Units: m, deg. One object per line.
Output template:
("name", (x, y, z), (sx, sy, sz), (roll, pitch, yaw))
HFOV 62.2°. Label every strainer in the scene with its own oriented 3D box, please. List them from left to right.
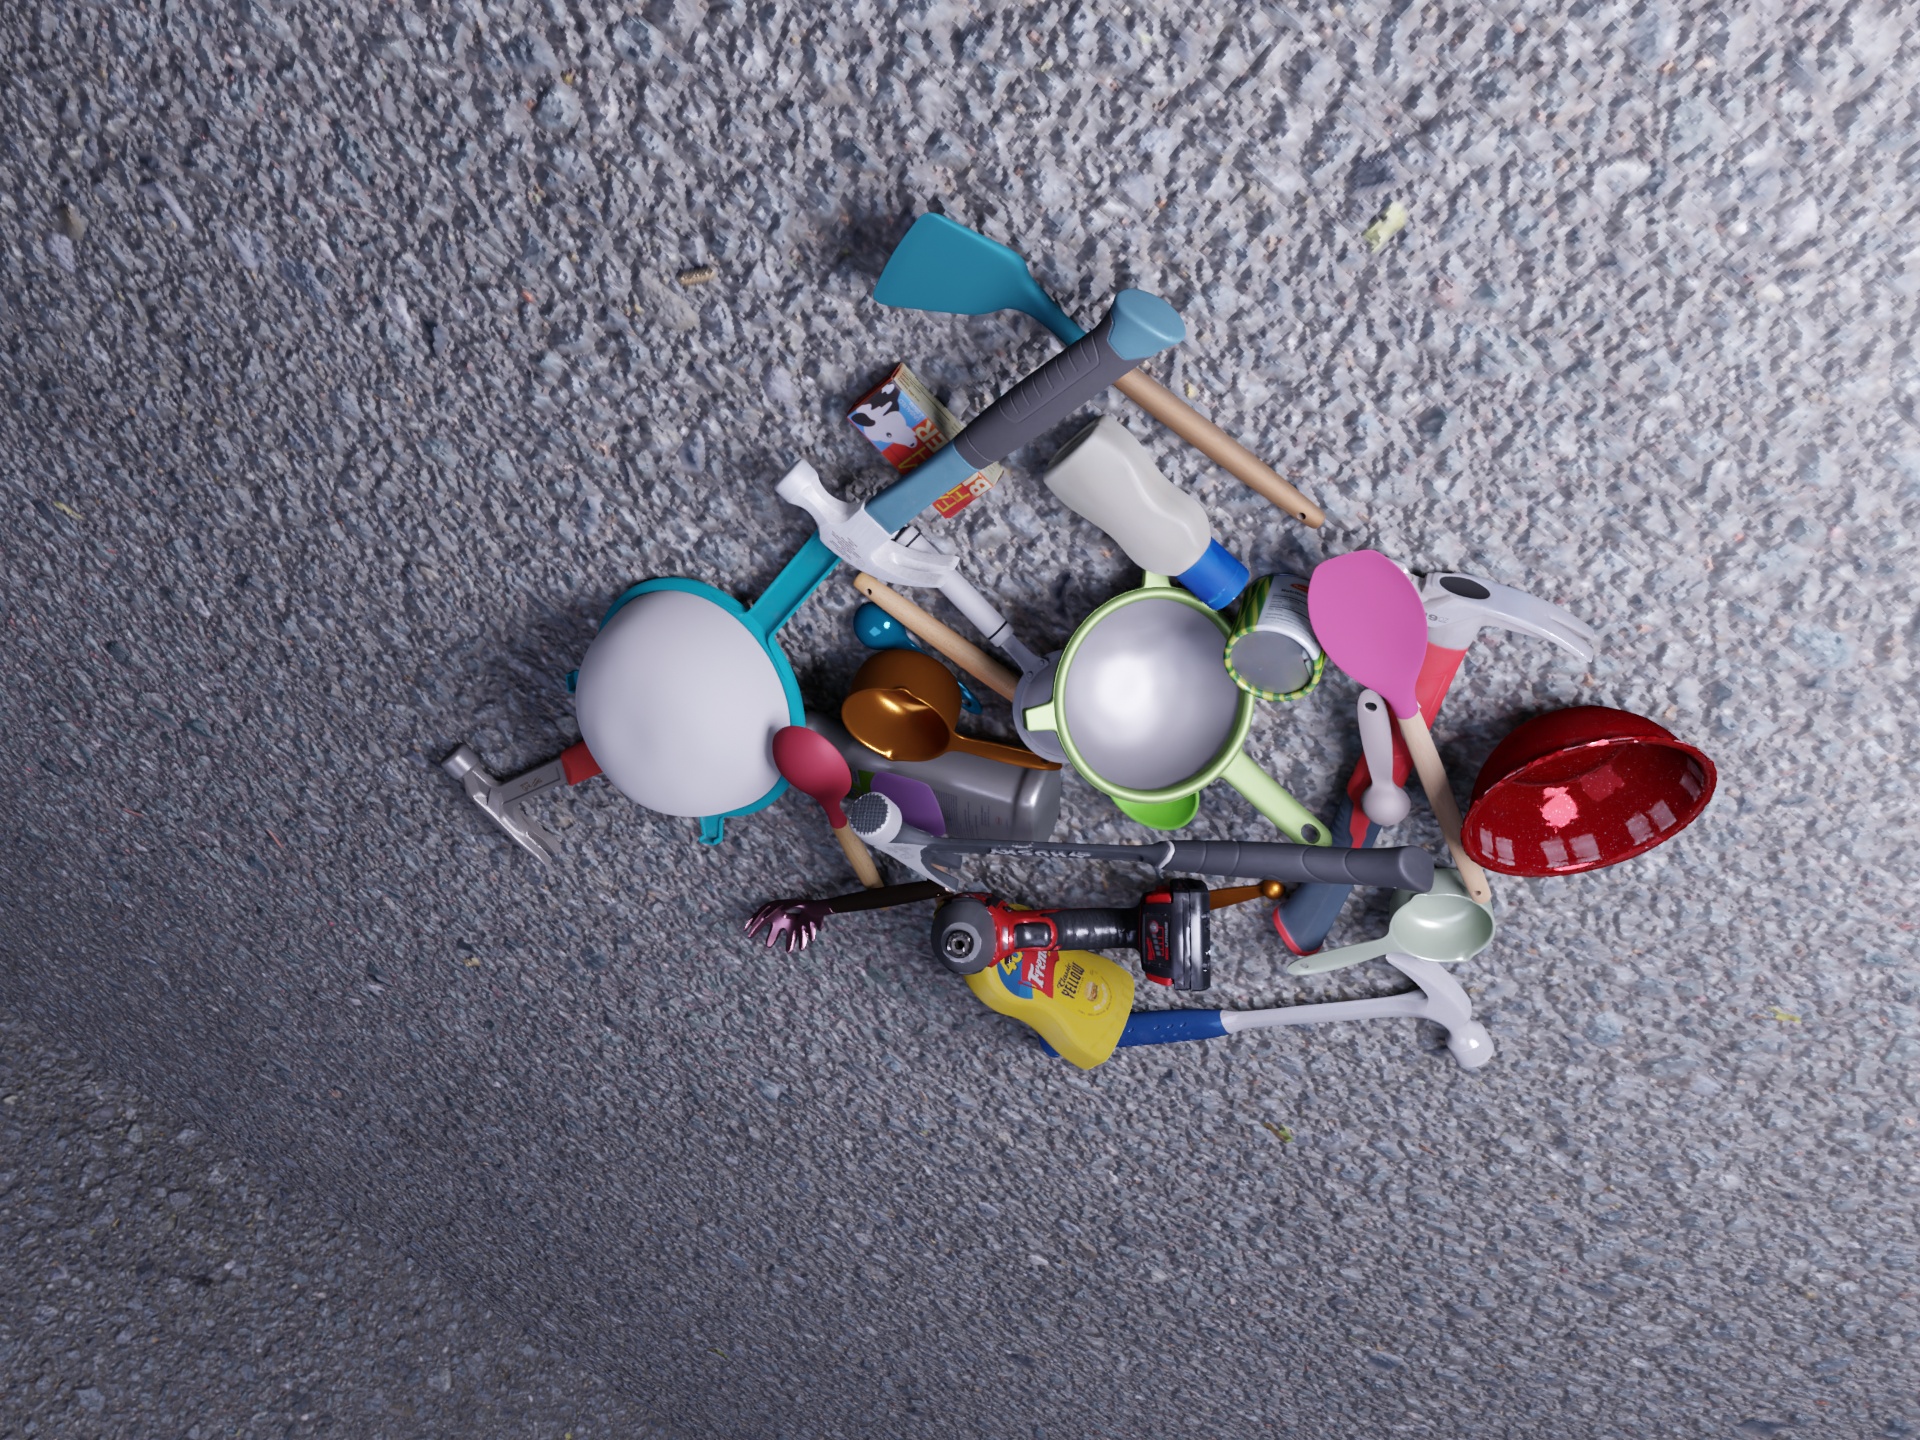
("strainer", (-0.199, -0.036, 1.240), (0.211, 0.095, 0.340), (49, 128, 2))
("strainer", (0.035, -0.056, 1.159), (0.258, 0.087, 0.050), (45, -179, -6))
("strainer", (0.164, 0.012, 1.134), (0.256, 0.151, 0.069), (40, 175, -18))

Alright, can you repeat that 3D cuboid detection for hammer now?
("hammer", (-0.334, 0.040, 1.462), (0.359, 0.037, 0.149), (-20, 120, 40))
("hammer", (0.014, -0.179, 1.018), (0.128, 0.033, 0.331), (44, 140, -17))
("hammer", (0.130, 0.099, 1.152), (0.409, 0.036, 0.149), (1, 158, 23))
("hammer", (0.239, 0.256, 1.379), (0.405, 0.035, 0.144), (-14, 124, 36))
("hammer", (0.311, 0.052, 1.137), (0.143, 0.038, 0.386), (18, 137, 8))

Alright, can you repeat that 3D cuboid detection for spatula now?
("spatula", (-0.025, 0.120, 1.332), (0.060, 0.018, 0.315), (14, 153, 18))
("spatula", (0.097, -0.207, 0.988), (0.317, 0.044, 0.082), (34, 143, -9))

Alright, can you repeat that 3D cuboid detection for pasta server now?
("pasta server", (-0.100, 0.171, 1.428), (0.060, 0.040, 0.316), (32, 153, -26))

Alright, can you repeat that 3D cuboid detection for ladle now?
("ladle", (-0.097, 0.095, 1.339), (0.069, 0.031, 0.315), (17, 155, 20))

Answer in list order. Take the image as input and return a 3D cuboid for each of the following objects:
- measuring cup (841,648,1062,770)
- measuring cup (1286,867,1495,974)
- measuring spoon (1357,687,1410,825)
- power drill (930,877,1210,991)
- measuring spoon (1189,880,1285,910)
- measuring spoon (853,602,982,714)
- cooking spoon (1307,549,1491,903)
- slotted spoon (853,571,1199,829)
("measuring cup", (-0.002, -0.004, 1.219), (0.173, 0.052, 0.095), (15, 144, 1))
("measuring cup", (0.326, 0.159, 1.219), (0.167, 0.038, 0.083), (-24, 123, 31))
("measuring spoon", (0.284, 0.028, 1.084), (0.034, 0.018, 0.124), (0, 132, 24))
("power drill", (0.086, 0.169, 1.261), (0.219, 0.143, 0.078), (-1, 89, 7))
("measuring spoon", (0.213, 0.149, 1.303), (0.117, 0.011, 0.021), (-18, 122, 39))
("measuring spoon", (-0.034, -0.041, 1.235), (0.128, 0.021, 0.042), (41, 137, -14))
("cooking spoon", (0.305, 0.013, 1.059), (0.069, 0.017, 0.318), (-16, 125, 23))
("slotted spoon", (0.050, -0.020, 1.210), (0.313, 0.031, 0.070), (35, 123, -5))
